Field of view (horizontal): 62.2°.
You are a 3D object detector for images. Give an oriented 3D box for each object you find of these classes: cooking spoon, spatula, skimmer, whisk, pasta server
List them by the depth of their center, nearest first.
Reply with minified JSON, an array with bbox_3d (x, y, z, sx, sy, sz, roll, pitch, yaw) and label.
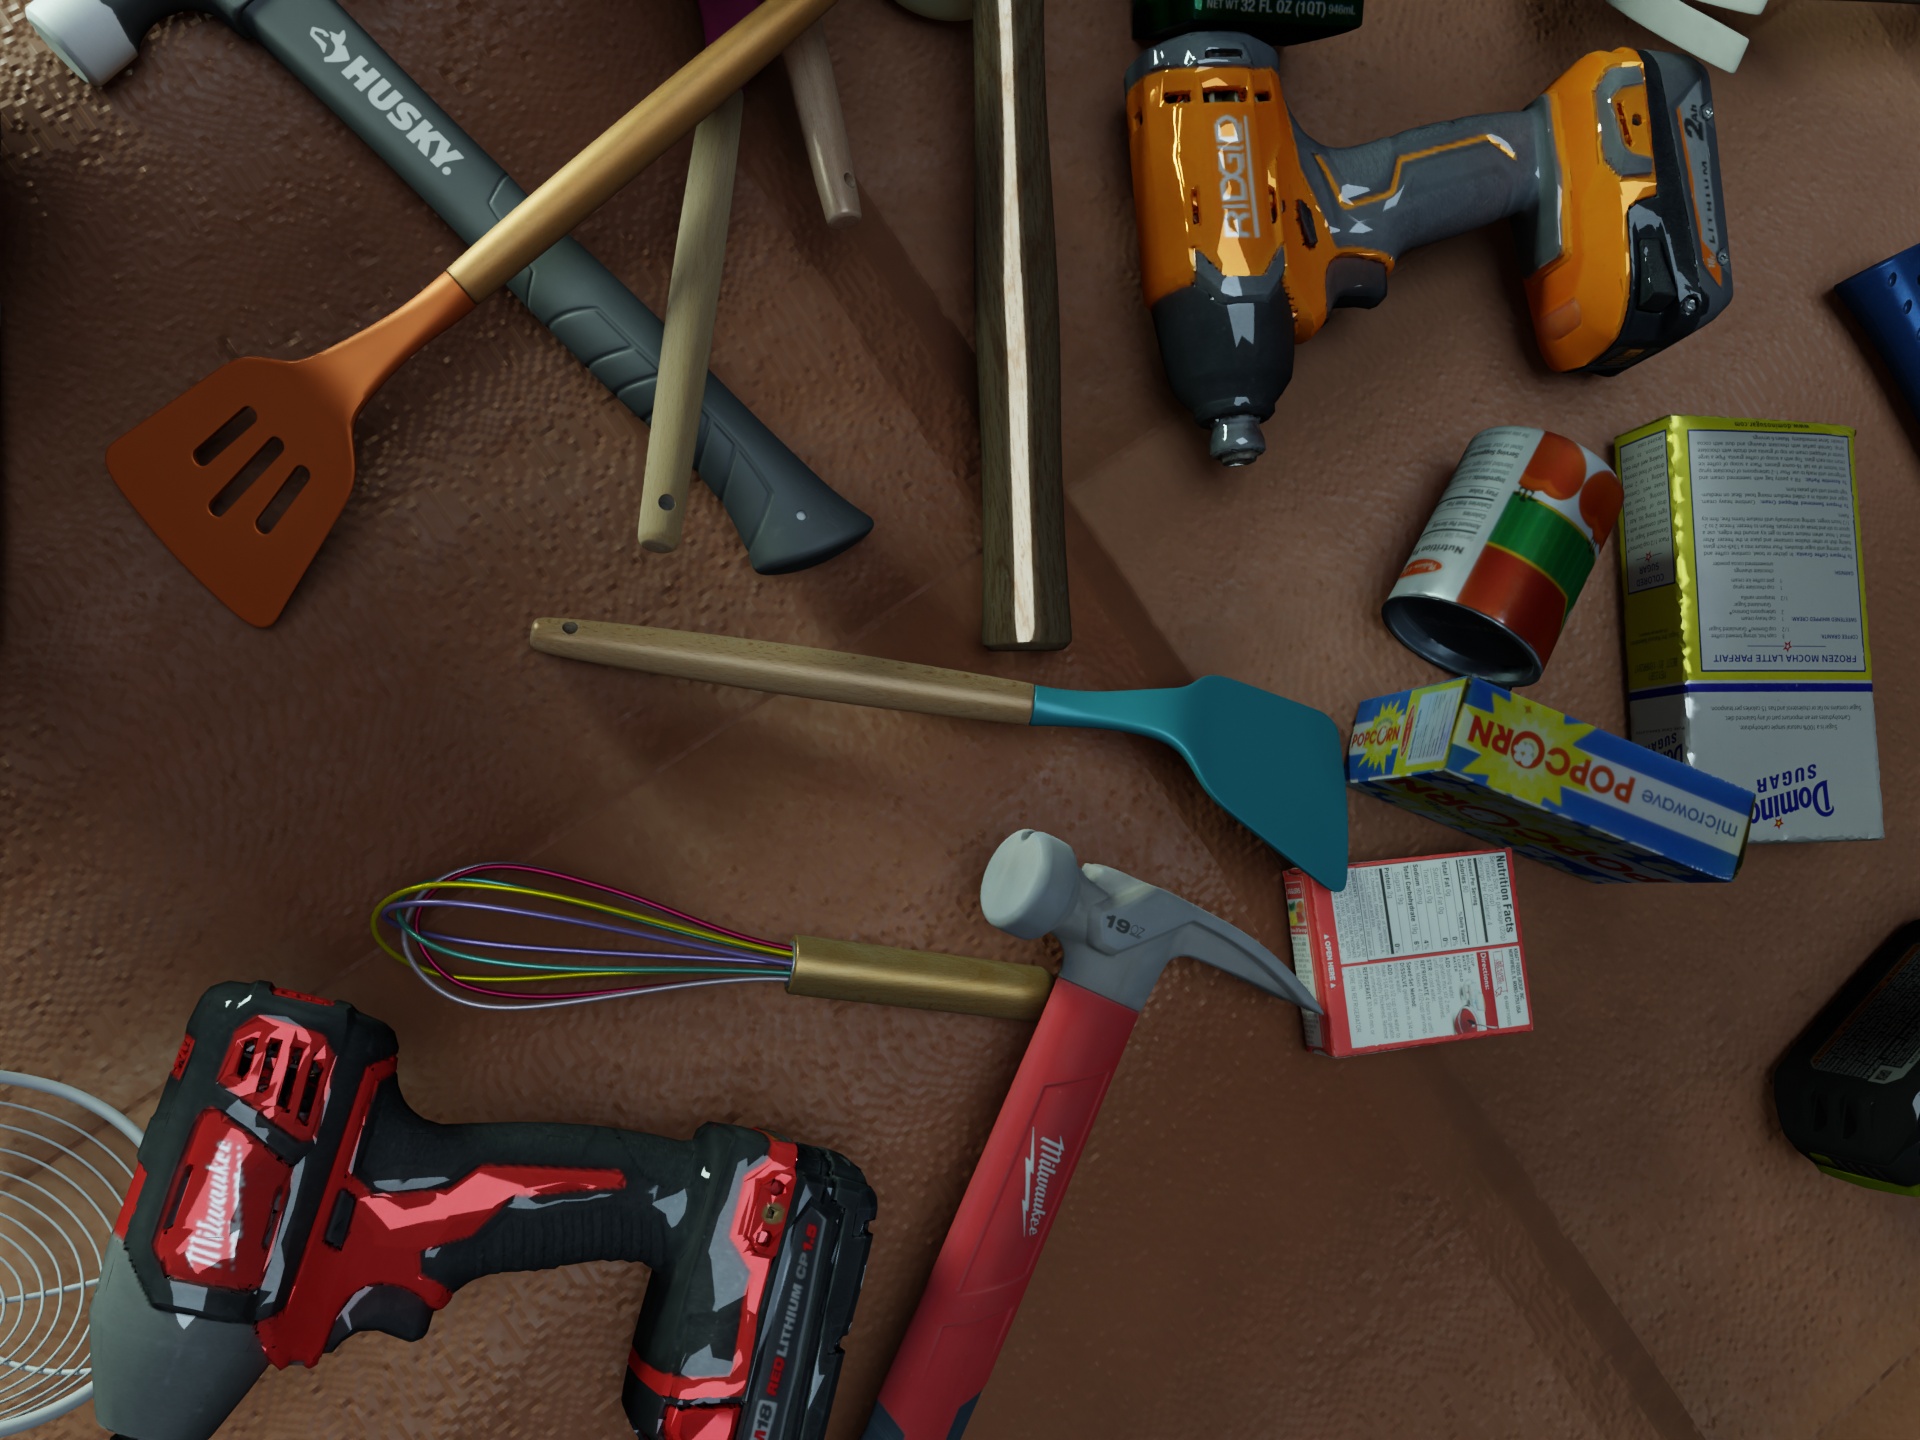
[{"bbox_3d":[-0.310,0.029,0.500,0.127,0.090,0.363,5,79,-44],"label":"skimmer"},{"bbox_3d":[-0.153,-0.164,0.550,0.322,0.041,0.081,-42,97,-4],"label":"spatula"},{"bbox_3d":[-0.084,0.086,0.572,0.245,0.051,0.047,9,103,-15],"label":"whisk"},{"bbox_3d":[-0.091,-0.209,0.584,0.068,0.017,0.319,13,70,-24],"label":"cooking spoon"},{"bbox_3d":[-0.001,-0.002,0.597,0.317,0.044,0.082,9,56,-4],"label":"spatula"},{"bbox_3d":[-0.072,-0.335,0.600,0.060,0.040,0.316,-3,76,-46],"label":"pasta server"}]

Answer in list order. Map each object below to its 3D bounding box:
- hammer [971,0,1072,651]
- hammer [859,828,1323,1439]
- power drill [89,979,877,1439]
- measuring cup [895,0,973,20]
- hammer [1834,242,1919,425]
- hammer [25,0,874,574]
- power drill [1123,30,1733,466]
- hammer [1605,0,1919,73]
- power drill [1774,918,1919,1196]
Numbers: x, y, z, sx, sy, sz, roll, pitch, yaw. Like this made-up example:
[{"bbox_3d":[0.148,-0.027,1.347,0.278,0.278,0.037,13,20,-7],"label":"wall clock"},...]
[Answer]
[{"bbox_3d":[0.018,-0.191,0.599,0.130,0.031,0.331,-3,93,-18],"label":"hammer"},{"bbox_3d":[0.002,0.241,0.564,0.143,0.038,0.386,27,82,-26],"label":"hammer"},{"bbox_3d":[-0.149,0.177,0.501,0.219,0.078,0.143,20,72,-19],"label":"power drill"},{"bbox_3d":[-0.022,-0.357,0.631,0.083,0.038,0.167,-21,87,-13],"label":"measuring cup"},{"bbox_3d":[0.506,-0.026,0.708,0.144,0.035,0.405,-27,90,-13],"label":"hammer"},{"bbox_3d":[-0.159,-0.181,0.583,0.334,0.035,0.146,44,78,-5],"label":"hammer"},{"bbox_3d":[0.182,-0.186,0.636,0.226,0.084,0.164,-3,85,-8],"label":"power drill"},{"bbox_3d":[0.455,-0.324,0.699,0.410,0.038,0.146,-6,44,-17],"label":"hammer"},{"bbox_3d":[0.444,0.212,0.650,0.190,0.080,0.228,-40,96,-13],"label":"power drill"}]
